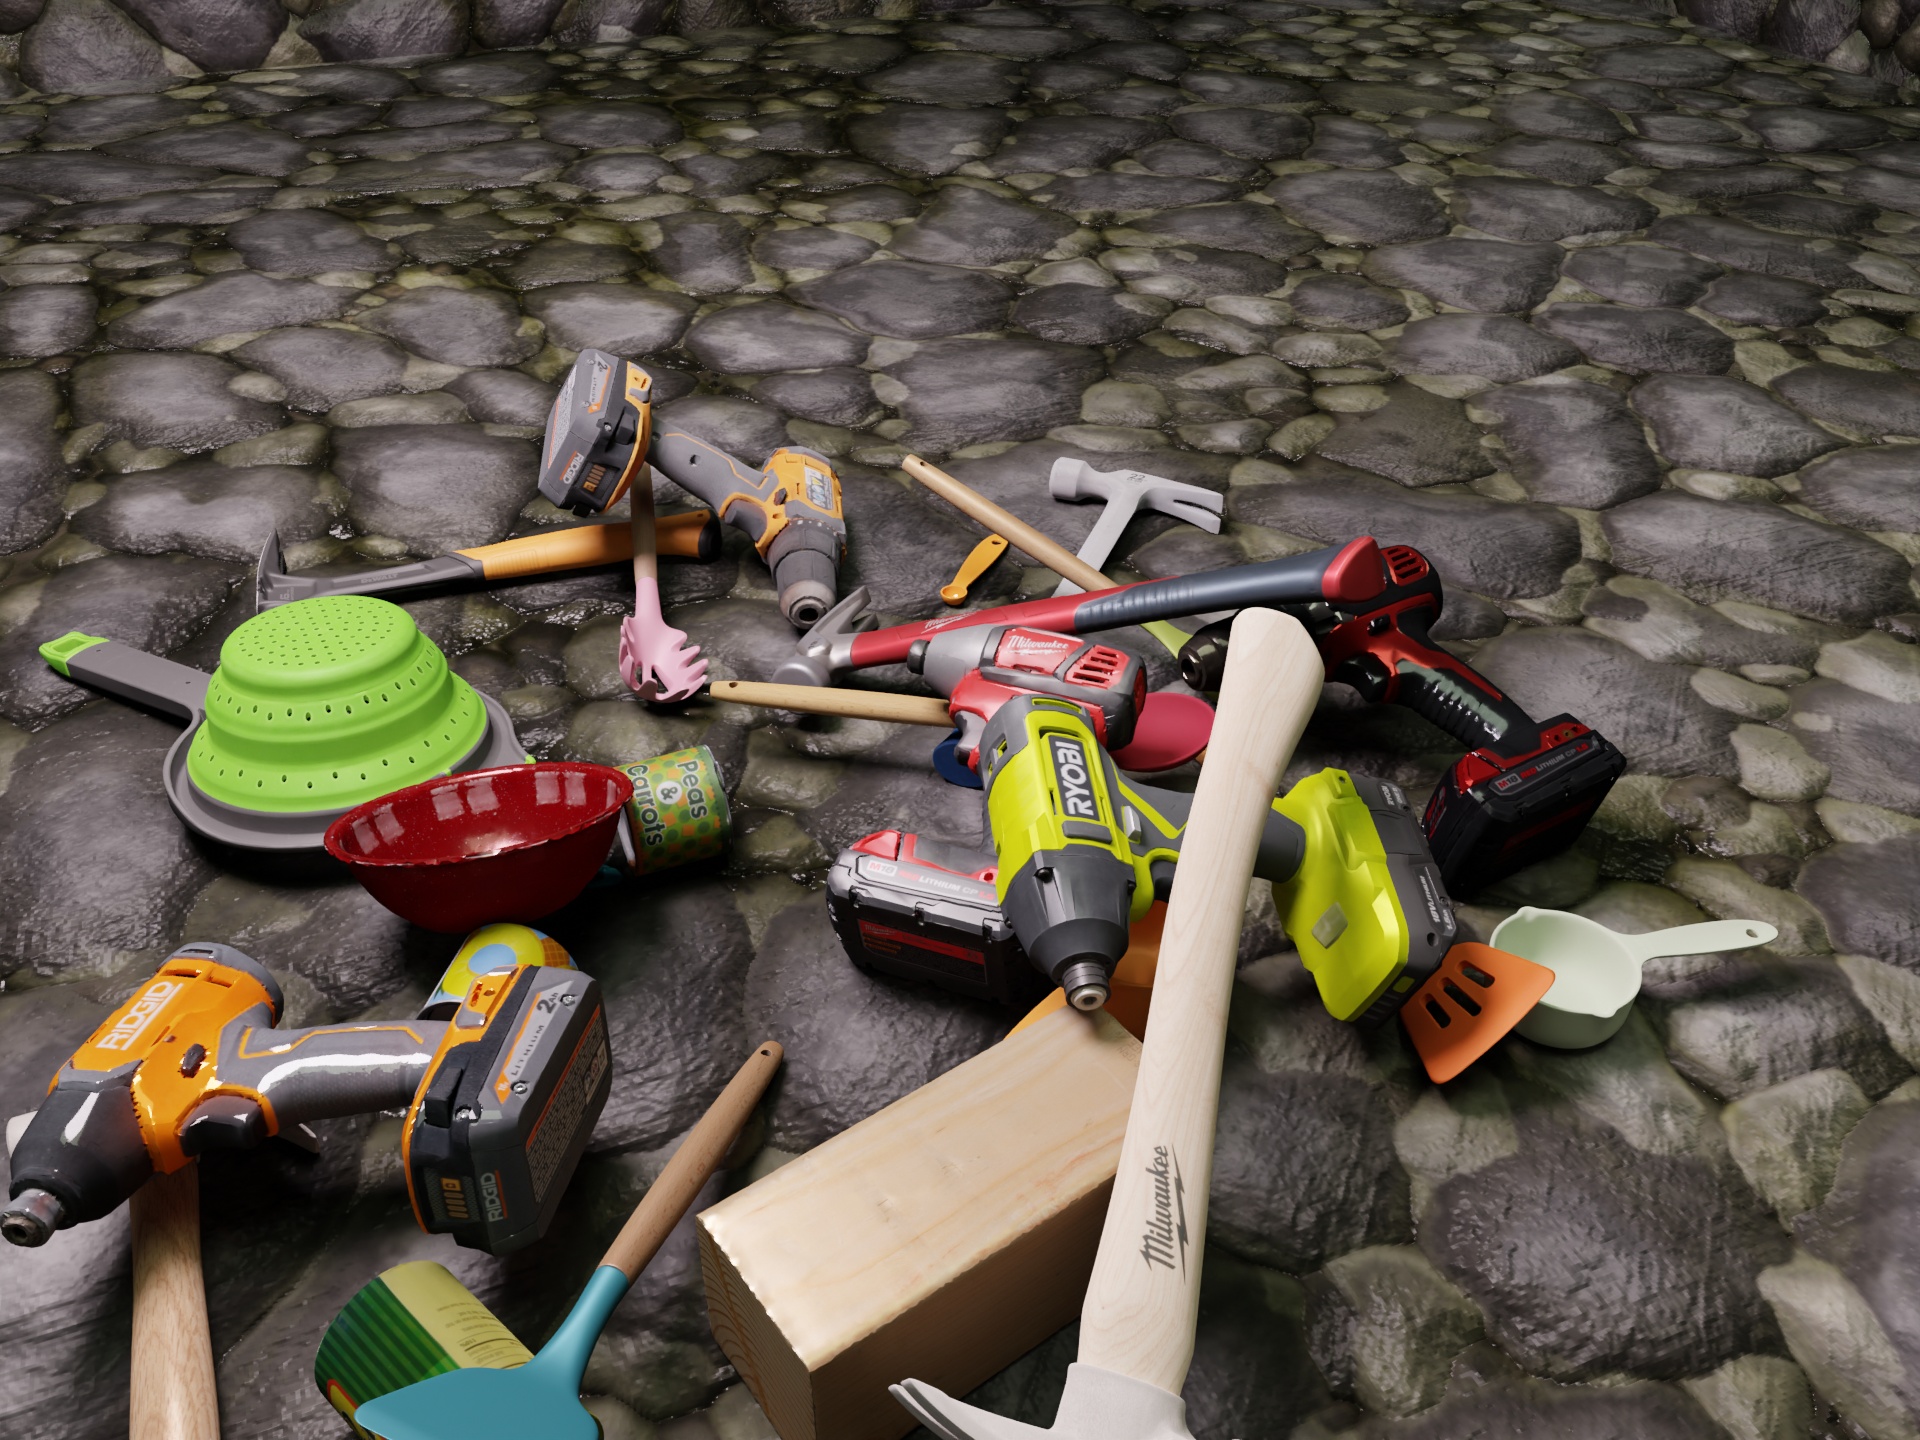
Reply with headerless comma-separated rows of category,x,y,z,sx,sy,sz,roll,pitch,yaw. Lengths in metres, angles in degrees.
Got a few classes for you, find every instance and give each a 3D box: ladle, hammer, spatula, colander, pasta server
ladle,0.093,-0.105,1.090,0.320,0.062,0.078,35,44,14
hammer,0.079,-0.082,1.143,0.144,0.035,0.406,13,38,16
ladle,-0.002,-0.003,0.981,0.315,0.031,0.069,6,41,8
hammer,-0.348,-0.122,1.194,0.337,0.034,0.127,-11,39,-15
spatula,0.208,0.084,0.911,0.081,0.041,0.323,-43,40,3
colander,-0.454,-0.034,1.003,0.397,0.094,0.204,16,34,25
hammer,-0.325,0.269,0.661,0.130,0.031,0.332,-15,39,-19
hammer,0.073,-0.073,1.013,0.386,0.038,0.143,-8,24,25
spatula,-0.131,0.211,0.668,0.082,0.044,0.317,19,22,8
pasta server,-0.225,-0.122,1.152,0.060,0.040,0.317,15,40,-27
hammer,0.092,0.114,0.682,0.146,0.038,0.411,22,57,-7

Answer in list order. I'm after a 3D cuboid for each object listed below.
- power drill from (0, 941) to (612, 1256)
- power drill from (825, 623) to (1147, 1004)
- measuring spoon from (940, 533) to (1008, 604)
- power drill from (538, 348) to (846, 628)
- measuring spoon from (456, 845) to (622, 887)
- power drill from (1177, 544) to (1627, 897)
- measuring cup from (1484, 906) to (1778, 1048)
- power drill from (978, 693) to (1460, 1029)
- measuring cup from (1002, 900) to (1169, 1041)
power drill,-0.284,0.170,0.693,0.226,0.084,0.164,2,27,7
power drill,0.011,0.036,0.893,0.143,0.078,0.220,13,55,15
measuring spoon,0.013,-0.115,1.212,0.021,0.011,0.117,13,34,17
power drill,-0.184,-0.160,1.150,0.226,0.084,0.186,22,35,-26
measuring spoon,-0.261,0.093,0.921,0.128,0.021,0.042,5,38,-10
power drill,0.258,-0.006,0.960,0.188,0.080,0.227,-20,55,-24
measuring cup,0.359,0.134,0.851,0.167,0.038,0.083,-6,37,-13
power drill,0.124,0.079,0.789,0.223,0.080,0.171,11,43,-19
measuring cup,0.070,0.147,0.817,0.095,0.052,0.173,27,45,30
